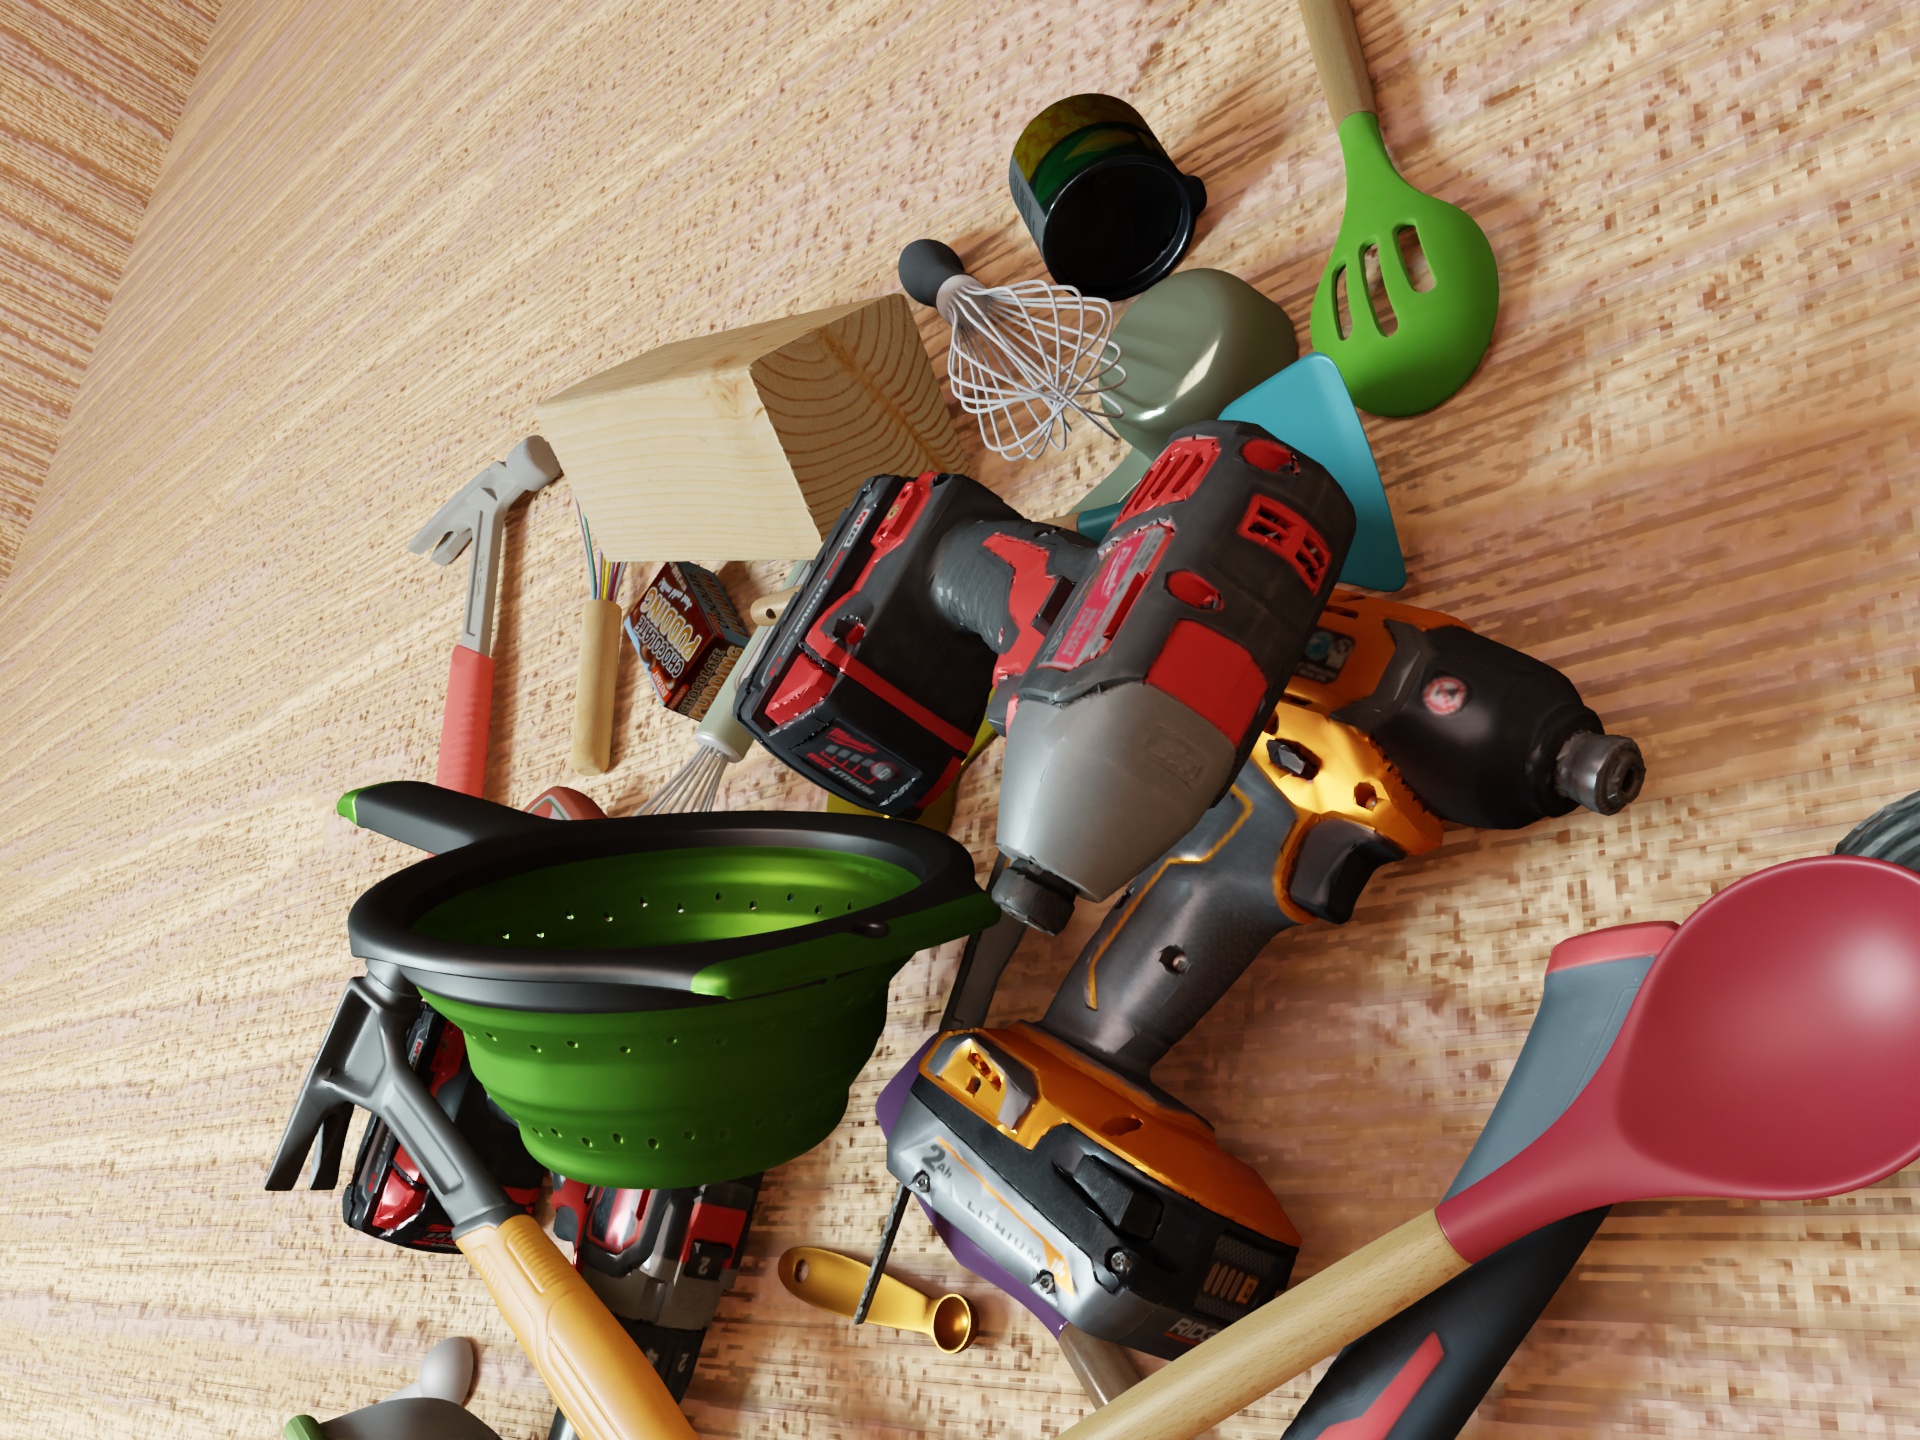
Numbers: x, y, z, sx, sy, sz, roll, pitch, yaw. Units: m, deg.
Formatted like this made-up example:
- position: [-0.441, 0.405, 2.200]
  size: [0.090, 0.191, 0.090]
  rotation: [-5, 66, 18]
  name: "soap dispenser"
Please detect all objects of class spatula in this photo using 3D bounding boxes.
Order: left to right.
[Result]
- position: [0.023, -0.066, 0.617]
  size: [0.317, 0.082, 0.044]
  rotation: [-10, 19, 40]
  name: "spatula"
- position: [0.050, 0.205, 0.485]
  size: [0.060, 0.018, 0.316]
  rotation: [-48, 41, 6]
  name: "spatula"

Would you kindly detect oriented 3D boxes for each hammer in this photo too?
- position: [-0.309, -0.007, 0.982]
  size: [0.149, 0.036, 0.359]
  rotation: [-31, 49, 34]
  name: "hammer"
- position: [-0.173, 0.216, 0.611]
  size: [0.337, 0.034, 0.127]
  rotation: [31, 98, 42]
  name: "hammer"
- position: [0.088, 0.222, 0.392]
  size: [0.386, 0.038, 0.143]
  rotation: [-56, 42, 1]
  name: "hammer"

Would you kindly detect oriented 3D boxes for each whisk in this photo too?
- position: [-0.202, -0.085, 0.902]
  size: [0.047, 0.051, 0.245]
  rotation: [-20, 59, 34]
  name: "whisk"
- position: [-0.114, 0.019, 0.720]
  size: [0.246, 0.057, 0.059]
  rotation: [-62, 8, -18]
  name: "whisk"
- position: [0.009, -0.170, 0.677]
  size: [0.070, 0.070, 0.285]
  rotation: [-53, 25, 14]
  name: "whisk"

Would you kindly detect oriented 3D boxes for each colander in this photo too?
- position: [-0.148, 0.088, 0.601]
  size: [0.397, 0.204, 0.094]
  rotation: [7, 103, 49]
  name: "colander"

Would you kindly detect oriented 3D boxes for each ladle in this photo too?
- position: [0.098, 0.138, 0.385]
  size: [0.315, 0.031, 0.069]
  rotation: [-40, 44, 20]
  name: "ladle"

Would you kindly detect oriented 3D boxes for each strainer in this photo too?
- position: [-0.230, 0.338, 0.688]
  size: [0.256, 0.069, 0.151]
  rotation: [-20, 99, 61]
  name: "strainer"

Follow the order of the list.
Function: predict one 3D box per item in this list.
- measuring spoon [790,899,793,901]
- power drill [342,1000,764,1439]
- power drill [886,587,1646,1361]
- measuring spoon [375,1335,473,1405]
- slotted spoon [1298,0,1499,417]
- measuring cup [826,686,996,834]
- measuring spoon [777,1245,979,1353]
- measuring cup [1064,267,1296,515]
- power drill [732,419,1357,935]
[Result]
- position: [-0.091, 0.073, 0.718]
  size: [0.129, 0.021, 0.042]
  rotation: [2, 71, 39]
  name: "measuring spoon"
- position: [-0.177, 0.217, 0.687]
  size: [0.227, 0.080, 0.188]
  rotation: [2, 72, 45]
  name: "power drill"
- position: [0.088, 0.066, 0.469]
  size: [0.164, 0.084, 0.226]
  rotation: [22, 81, 51]
  name: "power drill"
- position: [-0.277, 0.334, 0.775]
  size: [0.124, 0.018, 0.034]
  rotation: [-39, 45, 28]
  name: "measuring spoon"
- position: [0.148, -0.245, 0.617]
  size: [0.070, 0.031, 0.314]
  rotation: [-29, 49, 35]
  name: "slotted spoon"
- position: [-0.001, -0.002, 0.643]
  size: [0.156, 0.029, 0.062]
  rotation: [-50, 41, 19]
  name: "measuring cup"
- position: [-0.031, 0.210, 0.581]
  size: [0.117, 0.011, 0.021]
  rotation: [-6, 66, 50]
  name: "measuring spoon"
- position: [0.058, -0.107, 0.628]
  size: [0.167, 0.038, 0.083]
  rotation: [-46, 42, 19]
  name: "measuring cup"
- position: [0.015, -0.015, 0.493]
  size: [0.143, 0.078, 0.220]
  rotation: [-61, 25, -10]
  name: "power drill"
